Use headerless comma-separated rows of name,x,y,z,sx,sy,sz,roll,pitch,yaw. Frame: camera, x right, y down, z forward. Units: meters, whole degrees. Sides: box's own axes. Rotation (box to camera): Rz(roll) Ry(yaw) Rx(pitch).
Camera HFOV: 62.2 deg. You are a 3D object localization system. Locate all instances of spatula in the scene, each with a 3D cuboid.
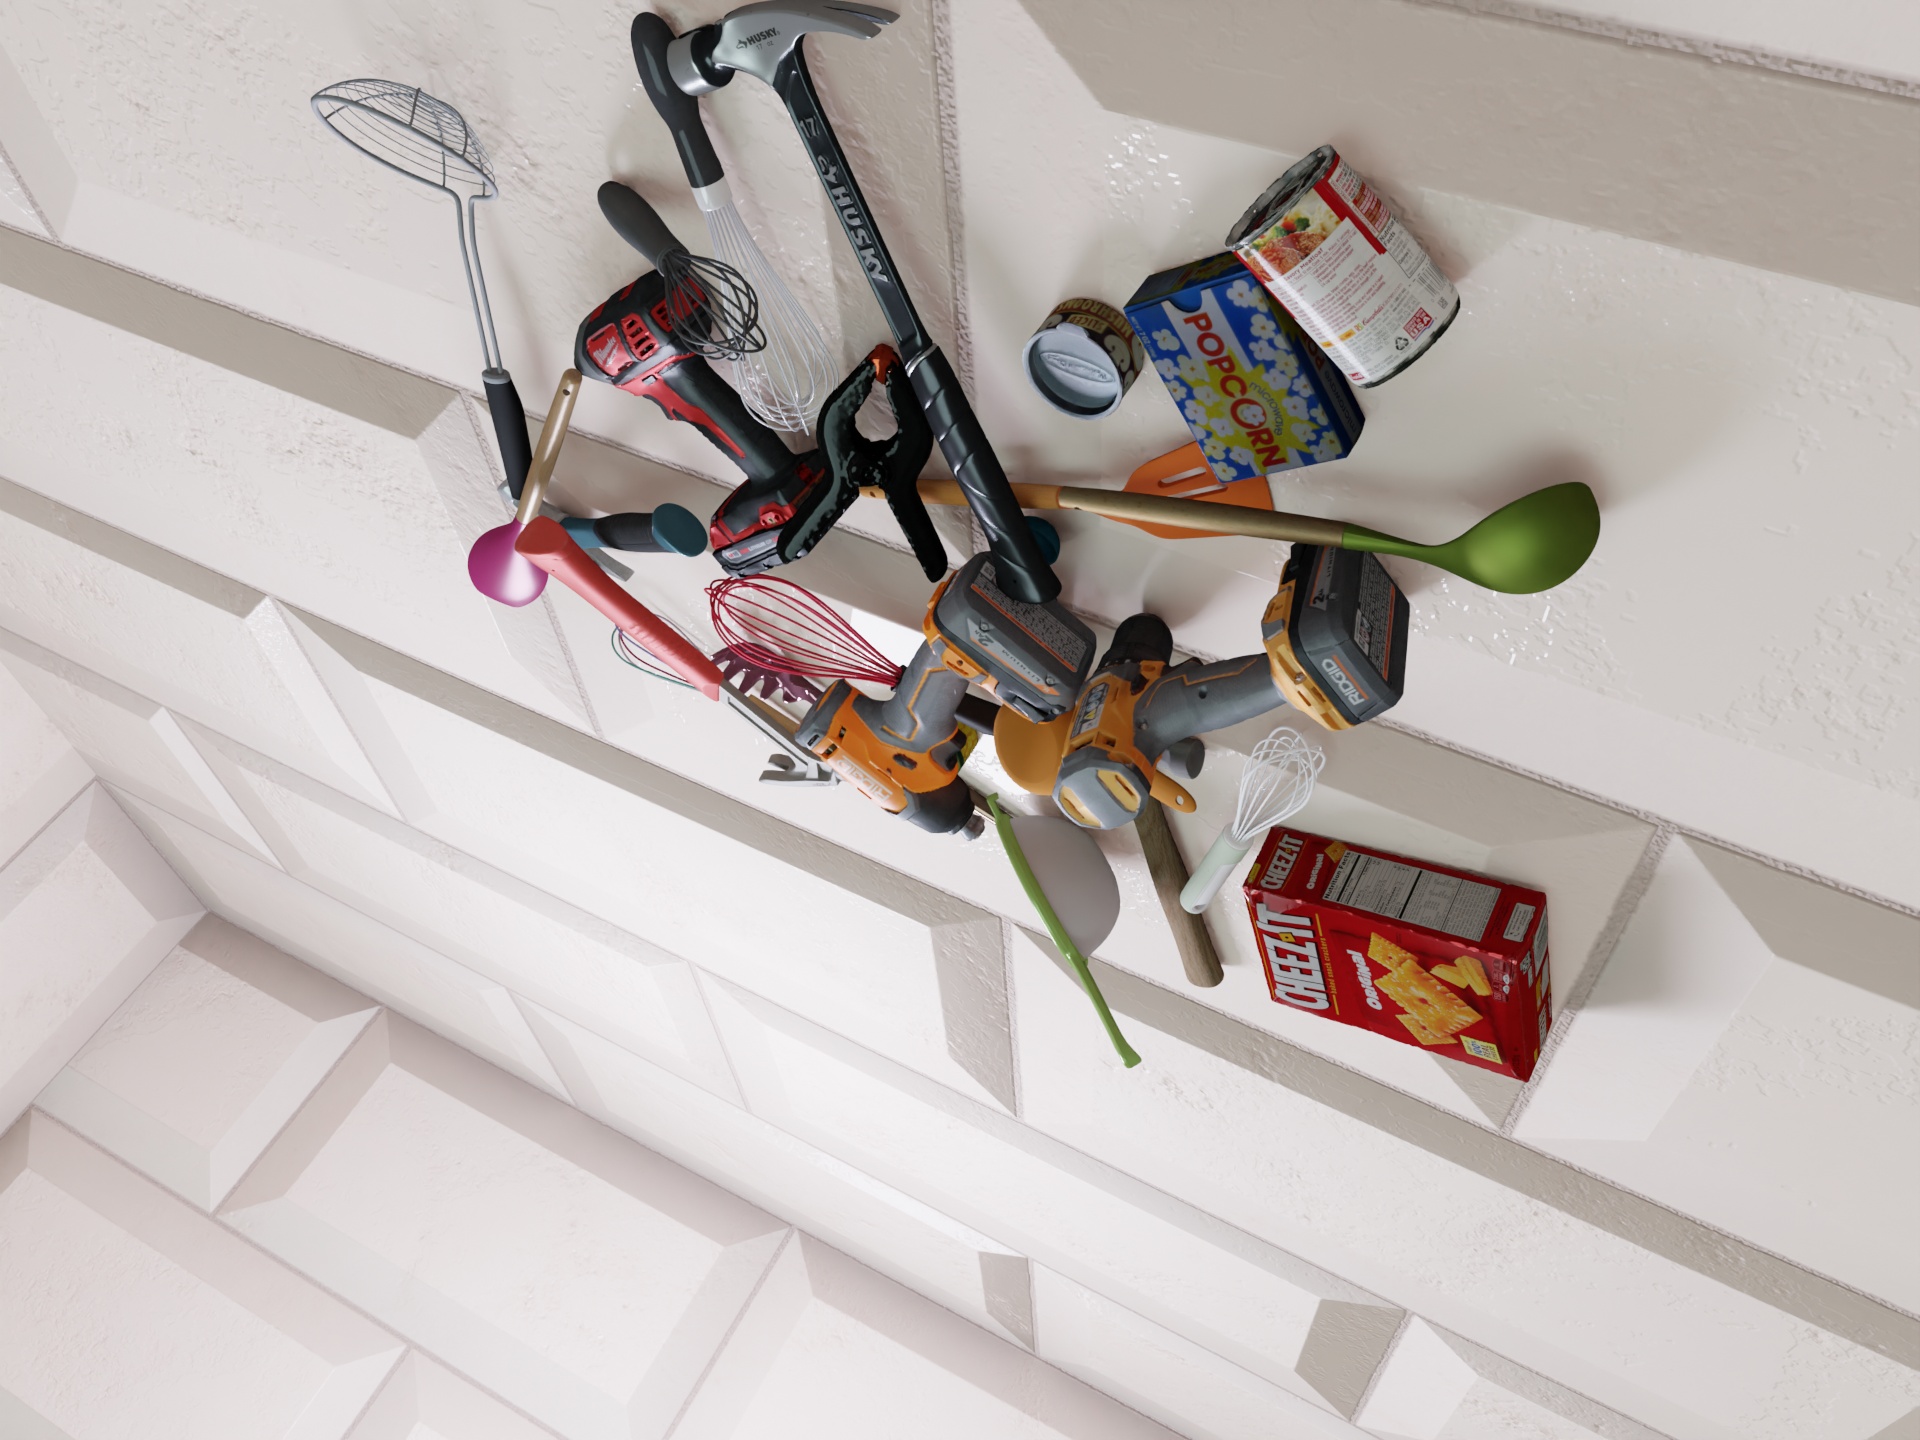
spatula,0.054,-0.155,1.063,0.323,0.041,0.080,10,140,41

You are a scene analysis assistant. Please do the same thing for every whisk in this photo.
whisk,-0.181,-0.285,0.986,0.239,0.055,0.055,51,165,41
whisk,-0.220,-0.027,1.478,0.245,0.051,0.047,33,144,-4
whisk,-0.067,-0.041,1.257,0.295,0.073,0.073,24,152,-16
whisk,0.213,0.084,1.200,0.246,0.057,0.059,110,143,-54
whisk,-0.146,-0.306,1.011,0.070,0.070,0.284,10,137,34

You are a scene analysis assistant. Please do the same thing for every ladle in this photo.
ladle,0.201,-0.122,0.921,0.320,0.062,0.078,13,177,31

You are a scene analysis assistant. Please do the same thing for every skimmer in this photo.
skimmer,-0.372,-0.292,1.165,0.127,0.090,0.363,20,137,20

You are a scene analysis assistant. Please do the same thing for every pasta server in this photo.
pasta server,-0.081,0.019,1.417,0.316,0.040,0.060,33,155,-1

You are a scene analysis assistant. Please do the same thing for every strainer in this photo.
strainer,0.111,0.169,1.318,0.151,0.069,0.257,56,-175,-49

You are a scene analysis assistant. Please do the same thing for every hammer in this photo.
hammer,-0.283,-0.153,1.291,0.128,0.033,0.331,50,161,-25
hammer,-0.236,-0.049,1.355,0.149,0.037,0.358,-2,145,47
hammer,-0.027,-0.240,0.975,0.149,0.036,0.408,1,131,40
hammer,0.169,0.120,1.329,0.130,0.031,0.331,11,143,32

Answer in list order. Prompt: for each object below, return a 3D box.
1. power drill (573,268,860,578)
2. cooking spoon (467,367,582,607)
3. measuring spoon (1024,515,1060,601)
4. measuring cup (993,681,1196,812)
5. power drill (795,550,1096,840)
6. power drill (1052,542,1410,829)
power drill,-0.188,-0.215,1.156,0.143,0.078,0.219,-10,125,49
cooking spoon,-0.343,-0.177,1.271,0.068,0.017,0.318,24,144,-13
measuring spoon,0.060,-0.106,1.136,0.042,0.021,0.128,18,155,22
measuring cup,0.096,0.032,1.193,0.174,0.052,0.095,32,122,36
power drill,-0.002,-0.004,1.168,0.164,0.084,0.226,39,132,-10
power drill,0.168,-0.037,1.013,0.226,0.185,0.084,-27,116,35
